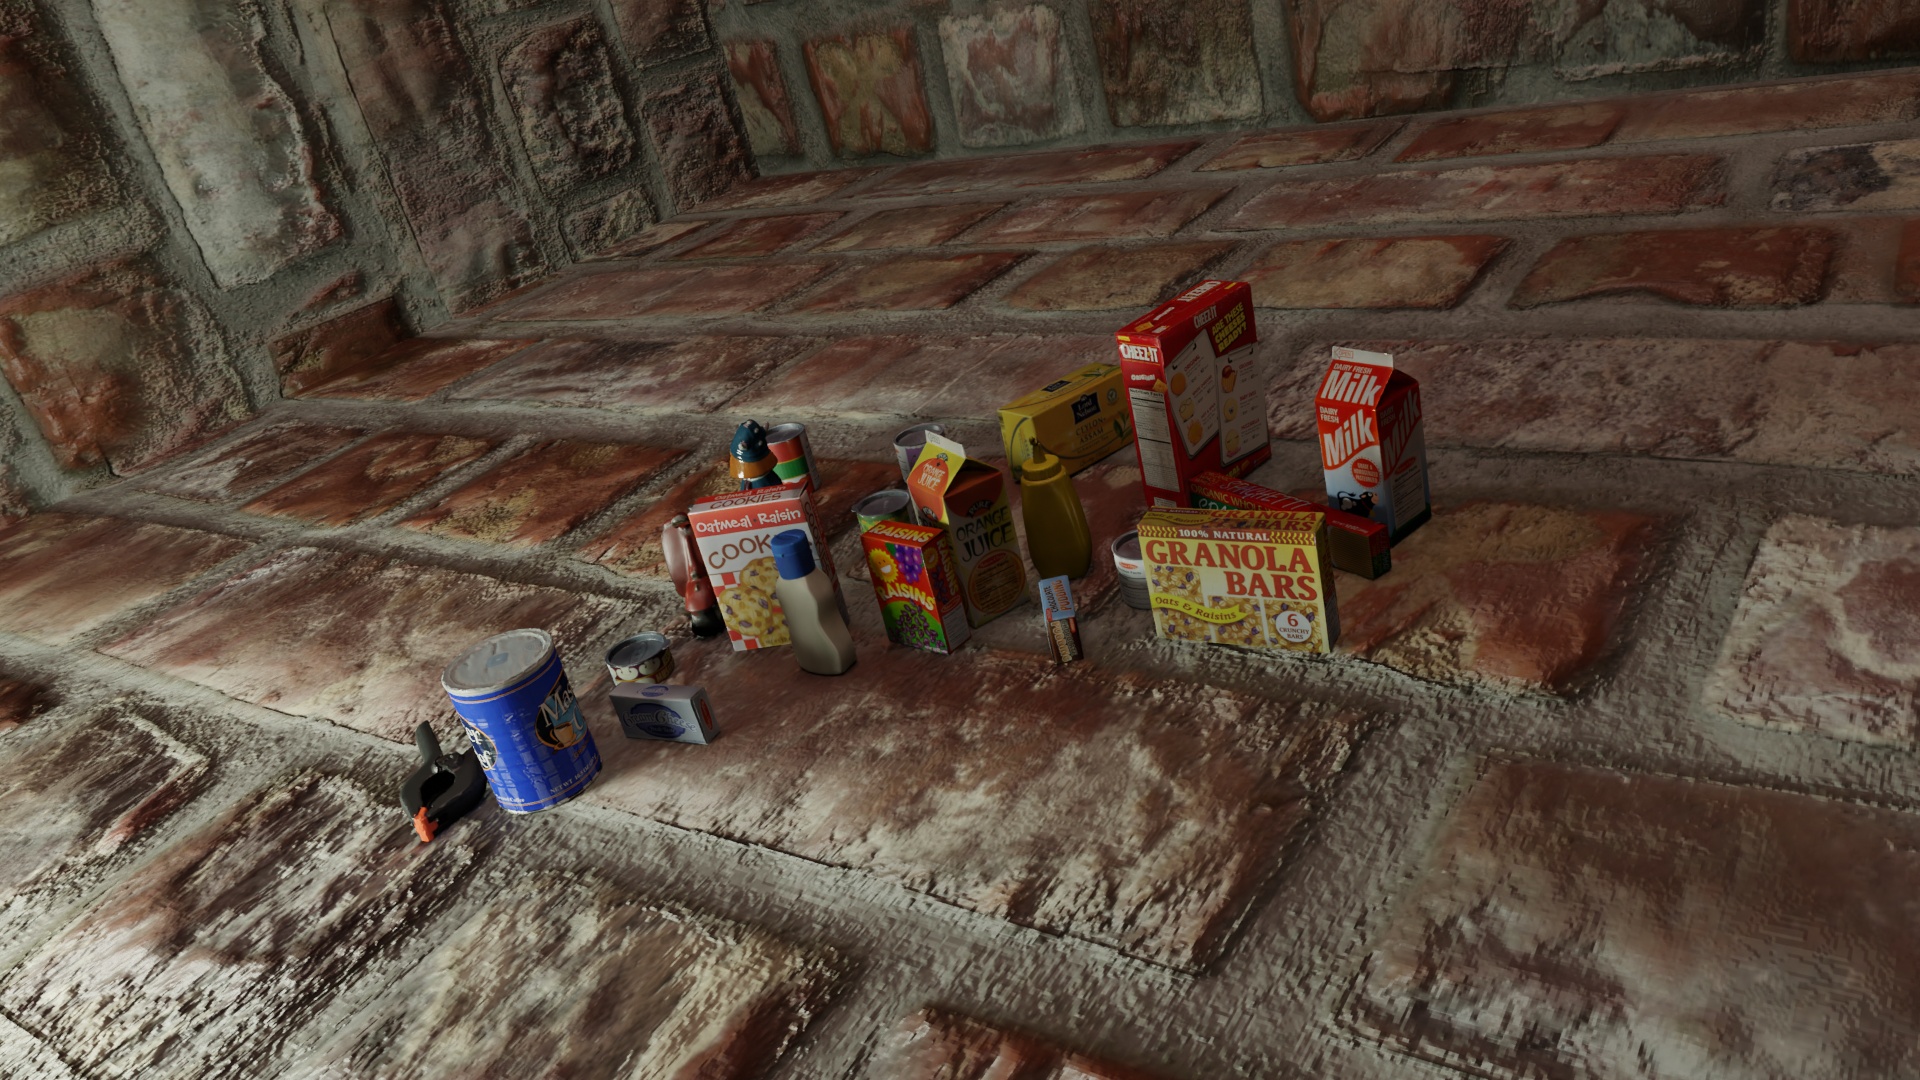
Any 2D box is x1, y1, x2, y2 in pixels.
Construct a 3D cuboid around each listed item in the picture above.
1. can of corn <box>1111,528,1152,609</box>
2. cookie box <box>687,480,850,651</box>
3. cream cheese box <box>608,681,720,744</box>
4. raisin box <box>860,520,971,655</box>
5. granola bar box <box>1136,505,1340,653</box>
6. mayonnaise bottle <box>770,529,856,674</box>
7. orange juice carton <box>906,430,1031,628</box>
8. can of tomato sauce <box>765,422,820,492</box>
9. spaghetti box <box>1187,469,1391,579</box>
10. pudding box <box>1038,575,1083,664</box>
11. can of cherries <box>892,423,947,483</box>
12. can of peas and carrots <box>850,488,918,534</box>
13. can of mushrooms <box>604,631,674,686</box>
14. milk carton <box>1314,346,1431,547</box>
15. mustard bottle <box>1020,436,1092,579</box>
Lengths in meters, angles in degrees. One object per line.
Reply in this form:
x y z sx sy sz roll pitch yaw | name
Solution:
0.189 0.026 1.369 0.071 0.058 0.071 -12 26 6 | can of corn
-0.196 0.027 1.437 0.123 0.166 0.040 -8 26 13 | cookie box
-0.285 0.165 1.334 0.104 0.053 0.024 0 29 28 | cream cheese box
-0.044 0.045 1.374 0.086 0.123 0.040 10 35 41 | raisin box
0.250 0.033 1.247 0.165 0.123 0.039 3 30 32 | granola bar box
-0.149 0.061 1.367 0.065 0.147 0.041 5 32 35 | mayonnaise bottle
0.005 -0.018 1.396 0.073 0.191 0.072 -26 28 -23 | orange juice carton
-0.226 -0.103 1.811 0.071 0.082 0.071 -12 26 6 | can of tomato sauce
0.325 -0.020 1.401 0.029 0.050 0.250 -28 29 -26 | spaghetti box
0.096 0.074 1.328 0.030 0.049 0.084 -12 26 5 | pudding box
-0.044 -0.109 1.761 0.071 0.058 0.072 -12 26 6 | can of cherries
-0.085 -0.018 1.597 0.071 0.058 0.071 -12 26 6 | can of peas and carrots
-0.334 0.127 1.460 0.071 0.033 0.071 -11 26 6 | can of mushrooms
0.402 -0.097 1.357 0.074 0.189 0.072 -30 30 -30 | milk carton
0.093 -0.037 1.427 0.065 0.159 0.049 -7 26 15 | mustard bottle
